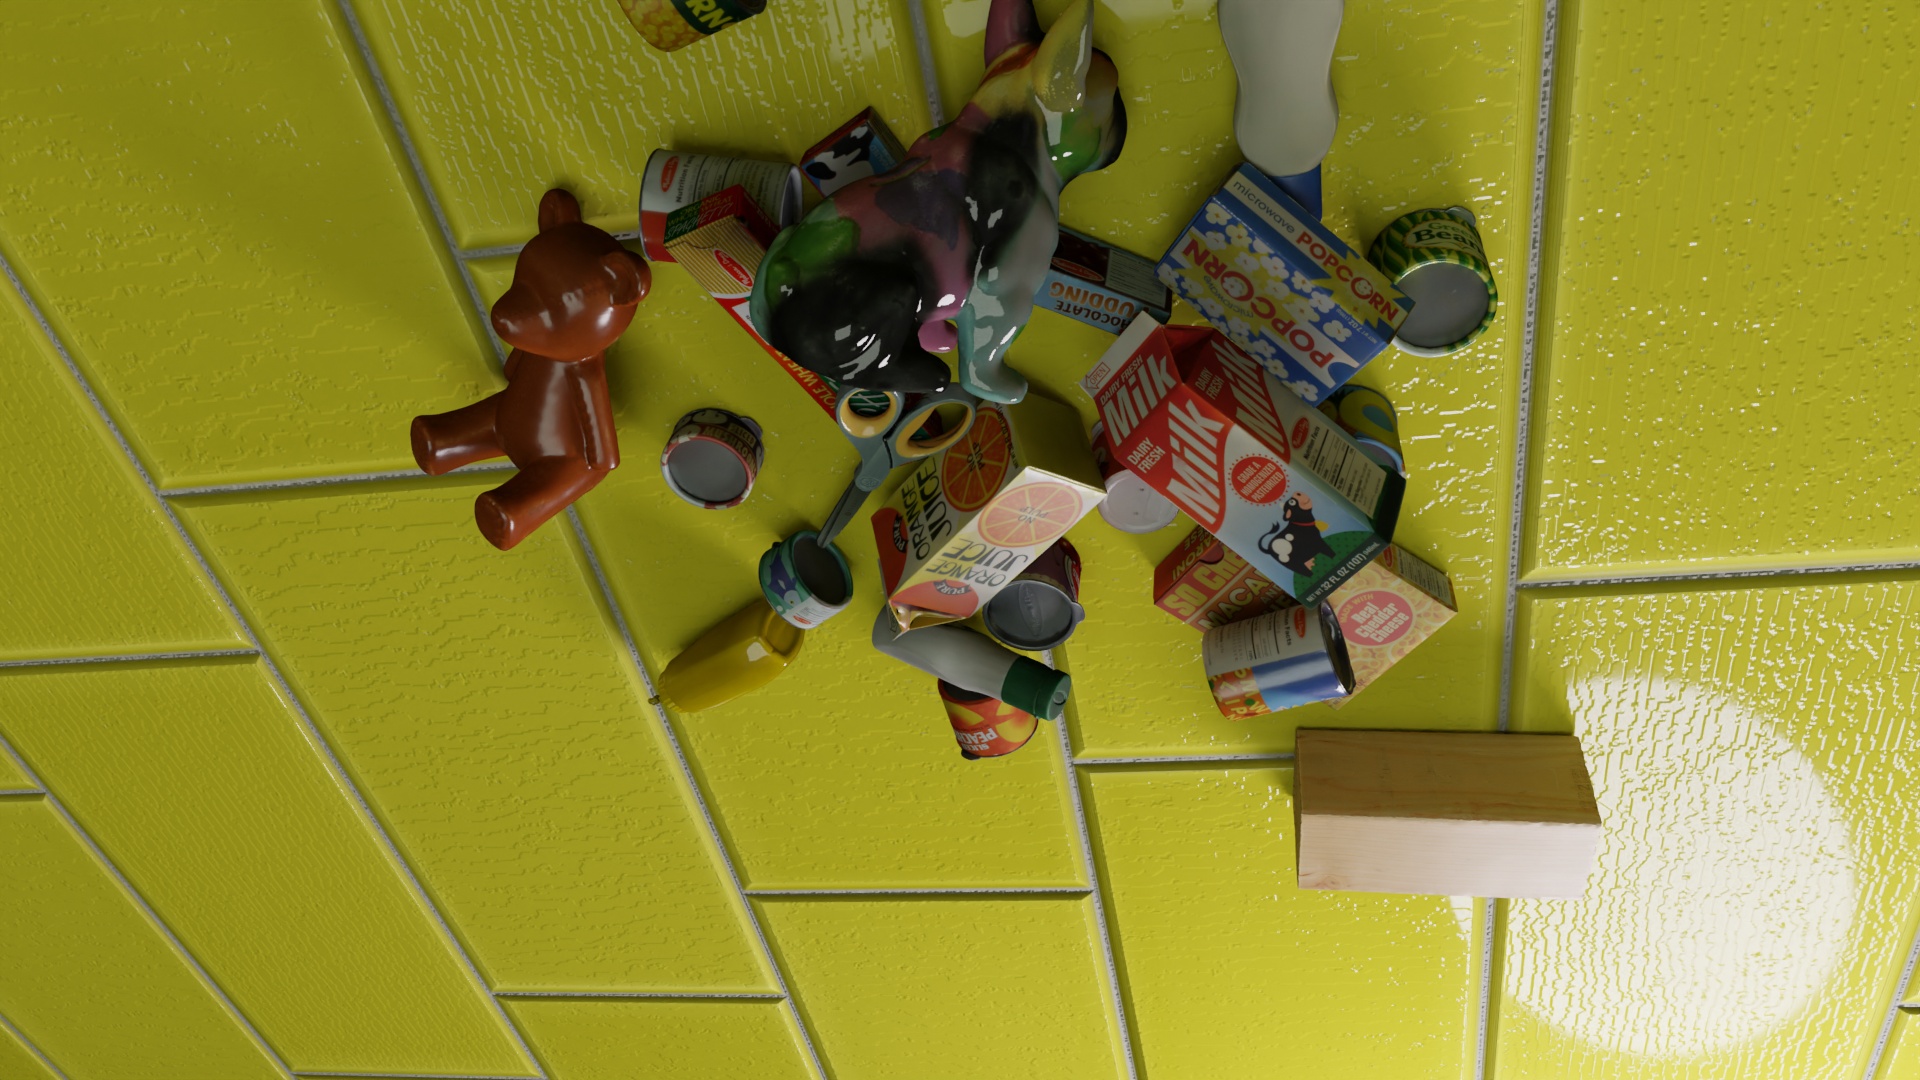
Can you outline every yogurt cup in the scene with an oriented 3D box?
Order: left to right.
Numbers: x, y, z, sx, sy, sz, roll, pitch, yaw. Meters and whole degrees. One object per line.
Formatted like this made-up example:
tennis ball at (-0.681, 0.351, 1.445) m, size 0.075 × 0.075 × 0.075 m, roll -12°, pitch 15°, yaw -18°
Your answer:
yogurt cup at (0.118, -0.041, 0.913) m, size 0.072 × 0.054 × 0.072 m, roll 4°, pitch 130°, yaw 5°

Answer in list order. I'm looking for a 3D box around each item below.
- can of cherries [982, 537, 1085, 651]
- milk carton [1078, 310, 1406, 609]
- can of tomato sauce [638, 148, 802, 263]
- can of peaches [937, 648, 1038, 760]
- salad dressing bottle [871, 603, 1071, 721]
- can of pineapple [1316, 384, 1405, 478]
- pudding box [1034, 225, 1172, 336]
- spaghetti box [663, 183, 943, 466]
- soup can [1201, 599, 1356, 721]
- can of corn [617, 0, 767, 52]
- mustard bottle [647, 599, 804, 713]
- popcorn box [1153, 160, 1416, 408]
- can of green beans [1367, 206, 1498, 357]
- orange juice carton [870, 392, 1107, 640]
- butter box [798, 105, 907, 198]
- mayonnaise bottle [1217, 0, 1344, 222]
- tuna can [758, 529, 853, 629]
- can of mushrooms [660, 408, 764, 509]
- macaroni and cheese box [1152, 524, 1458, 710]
can of cherries at (0.054, 0.035, 0.983) m, size 0.071 × 0.059 × 0.071 m, roll 5°, pitch 128°, yaw 6°
milk carton at (0.162, -0.055, 0.821) m, size 0.190 × 0.074 × 0.072 m, roll 38°, pitch 132°, yaw -3°
can of tomato sauce at (-0.140, -0.194, 0.826) m, size 0.083 × 0.071 × 0.070 m, roll 7°, pitch 129°, yaw 4°
can of peaches at (0.020, 0.122, 1.051) m, size 0.071 × 0.071 × 0.057 m, roll -7°, pitch 126°, yaw 15°
salad dressing bottle at (0.008, 0.086, 1.003) m, size 0.148 × 0.044 × 0.064 m, roll 22°, pitch 175°, yaw 24°
can of pineapple at (0.243, -0.056, 0.878) m, size 0.071 × 0.058 × 0.070 m, roll 5°, pitch 129°, yaw 6°
pudding box at (0.084, -0.153, 0.831) m, size 0.084 × 0.050 × 0.030 m, roll 19°, pitch 134°, yaw -7°
spaghetti box at (-0.086, -0.120, 0.846) m, size 0.050 × 0.029 × 0.249 m, roll -16°, pitch 146°, yaw 21°
soup can at (0.214, 0.083, 0.935) m, size 0.083 × 0.072 × 0.071 m, roll -18°, pitch 124°, yaw 24°
can of corn at (-0.146, -0.300, 0.738) m, size 0.058 × 0.071 × 0.071 m, roll -16°, pitch 124°, yaw 22°
mustard bottle at (-0.189, 0.099, 1.075) m, size 0.159 × 0.066 × 0.048 m, roll -29°, pitch 114°, yaw 35°
popcorn box at (0.180, -0.143, 0.787) m, size 0.127 × 0.038 × 0.085 m, roll 40°, pitch 155°, yaw 1°
can of green beans at (0.271, -0.148, 0.799) m, size 0.071 × 0.058 × 0.071 m, roll 5°, pitch 129°, yaw 6°
orange juice carton at (0.003, -0.012, 0.929) m, size 0.073 × 0.072 × 0.191 m, roll 15°, pitch 136°, yaw -37°
butter box at (-0.043, -0.201, 0.830) m, size 0.053 × 0.024 × 0.103 m, roll -27°, pitch 120°, yaw 26°
mayonnaise bottle at (0.176, -0.239, 0.753) m, size 0.065 × 0.041 × 0.147 m, roll -3°, pitch 129°, yaw 13°
tuna can at (-0.111, 0.025, 1.000) m, size 0.032 × 0.071 × 0.071 m, roll -32°, pitch 117°, yaw 29°
can of mushrooms at (-0.171, -0.057, 0.963) m, size 0.071 × 0.034 × 0.070 m, roll 5°, pitch 129°, yaw 6°
macaroni and cheese box at (0.237, 0.036, 0.964) m, size 0.166 × 0.040 × 0.123 m, roll 29°, pitch 127°, yaw -14°
